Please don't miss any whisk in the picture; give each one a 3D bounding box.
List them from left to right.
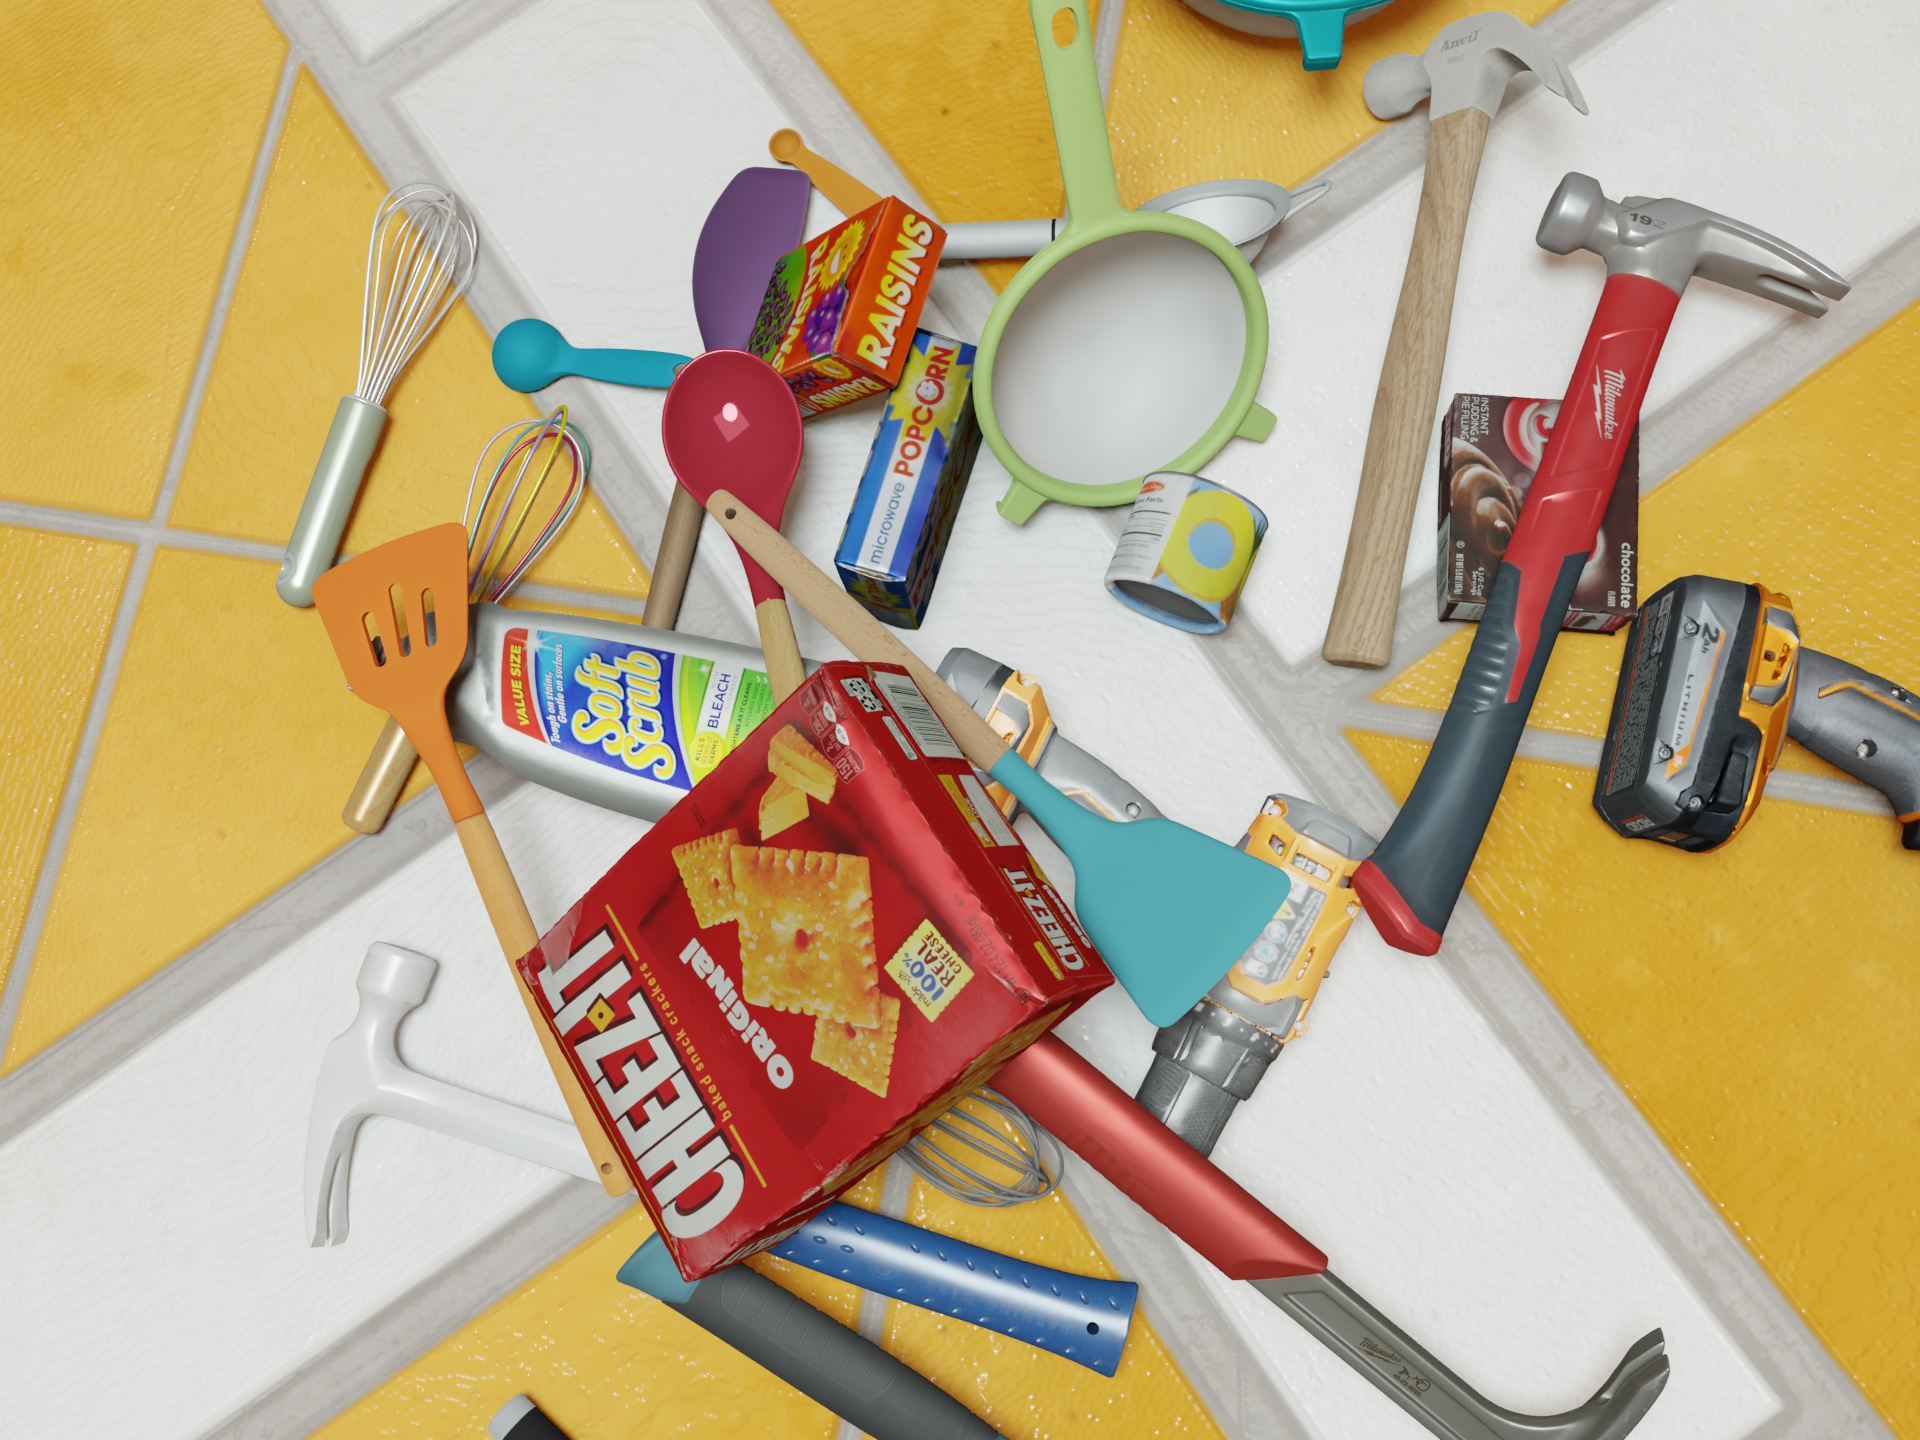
[{"bbox_3d":[-0.318,-0.177,0.860,0.058,0.059,0.246,10,80,45],"label":"whisk"},{"bbox_3d":[-0.259,-0.055,0.830,0.047,0.051,0.245,22,84,31],"label":"whisk"},{"bbox_3d":[-0.059,0.162,0.755,0.239,0.055,0.055,27,81,15],"label":"whisk"}]

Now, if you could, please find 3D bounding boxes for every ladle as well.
[{"bbox_3d":[-0.082,-0.031,0.740,0.069,0.031,0.316,-15,72,1],"label":"ladle"}]

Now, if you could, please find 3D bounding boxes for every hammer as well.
[{"bbox_3d":[-0.120,0.230,0.749,0.405,0.035,0.144,15,79,9],"label":"hammer"},{"bbox_3d":[-0.001,0.314,0.694,0.331,0.033,0.128,31,93,5],"label":"hammer"},{"bbox_3d":[0.113,0.205,0.681,0.359,0.037,0.149,39,110,5],"label":"hammer"},{"bbox_3d":[0.228,-0.188,0.786,0.031,0.130,0.331,14,85,-31],"label":"hammer"},{"bbox_3d":[0.284,-0.068,0.734,0.143,0.038,0.386,22,78,7],"label":"hammer"}]

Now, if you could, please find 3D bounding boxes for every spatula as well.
[{"bbox_3d":[-0.214,0.066,0.736,0.081,0.041,0.322,-22,91,3],"label":"spatula"},{"bbox_3d":[-0.138,-0.152,0.845,0.060,0.018,0.316,9,79,15],"label":"spatula"},{"bbox_3d":[-0.001,-0.002,0.697,0.317,0.044,0.082,42,89,13],"label":"spatula"}]

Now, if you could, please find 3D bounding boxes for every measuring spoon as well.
[{"bbox_3d":[-0.197,-0.195,0.852,0.128,0.021,0.042,9,78,16],"label":"measuring spoon"},{"bbox_3d":[-0.060,-0.287,0.875,0.117,0.011,0.021,40,87,9],"label":"measuring spoon"}]

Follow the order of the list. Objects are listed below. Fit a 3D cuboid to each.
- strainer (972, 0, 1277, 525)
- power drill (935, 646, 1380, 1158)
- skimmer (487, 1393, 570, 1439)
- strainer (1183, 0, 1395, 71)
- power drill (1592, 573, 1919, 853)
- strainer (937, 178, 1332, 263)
[{"bbox_3d":[0.059,-0.226,0.757,0.151,0.256,0.069,-20,38,-5],"label":"strainer"},{"bbox_3d":[0.060,0.089,0.744,0.226,0.084,0.185,28,83,7],"label":"power drill"},{"bbox_3d":[-0.080,0.427,0.670,0.363,0.090,0.127,40,80,14],"label":"skimmer"},{"bbox_3d":[0.218,-0.488,0.850,0.211,0.095,0.340,42,82,10],"label":"strainer"},{"bbox_3d":[0.416,0.034,0.719,0.226,0.084,0.164,15,80,5],"label":"power drill"},{"bbox_3d":[0.062,-0.253,0.836,0.258,0.050,0.087,1,40,10],"label":"strainer"}]
